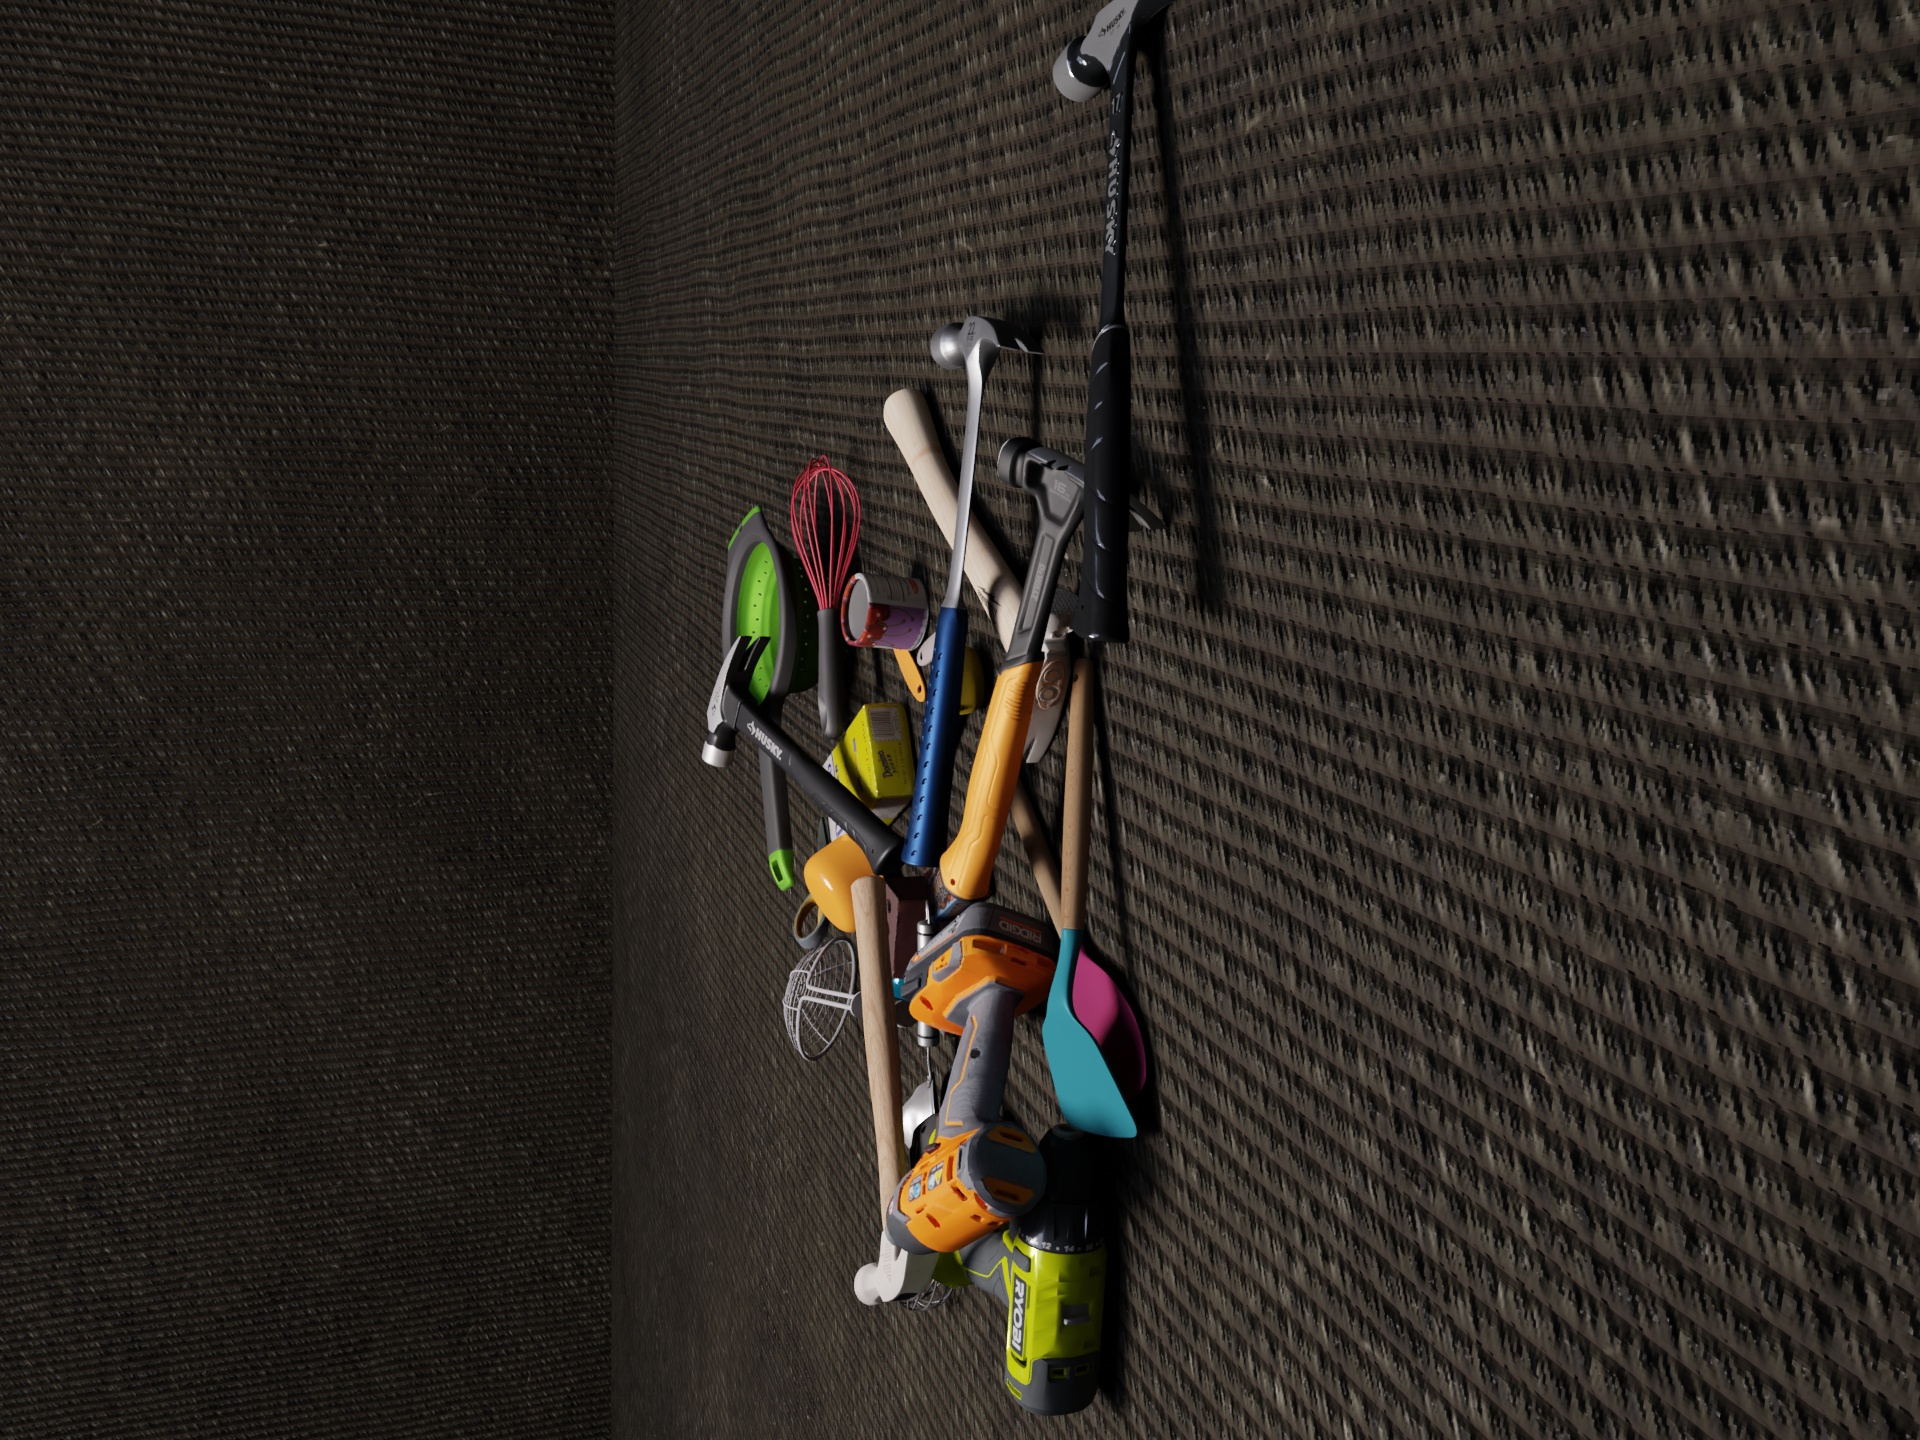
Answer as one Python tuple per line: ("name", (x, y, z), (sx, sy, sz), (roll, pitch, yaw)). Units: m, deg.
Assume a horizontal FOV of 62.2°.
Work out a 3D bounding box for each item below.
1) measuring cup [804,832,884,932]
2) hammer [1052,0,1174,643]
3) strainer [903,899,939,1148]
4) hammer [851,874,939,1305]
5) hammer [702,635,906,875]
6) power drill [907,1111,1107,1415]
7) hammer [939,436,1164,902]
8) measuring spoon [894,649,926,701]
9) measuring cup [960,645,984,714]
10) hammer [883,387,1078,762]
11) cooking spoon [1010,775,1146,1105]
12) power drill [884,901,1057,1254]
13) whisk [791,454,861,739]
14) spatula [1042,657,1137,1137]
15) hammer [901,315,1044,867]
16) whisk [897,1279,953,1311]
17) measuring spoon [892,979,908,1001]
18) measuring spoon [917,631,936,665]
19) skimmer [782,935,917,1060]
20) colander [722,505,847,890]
("measuring cup", (-0.090, 0.169, 1.489), (0.174, 0.052, 0.095), (23, 141, 57))
("hammer", (0.095, -0.246, 0.957), (0.149, 0.036, 0.409), (164, 110, -67))
("strainer", (-0.029, 0.281, 1.366), (0.087, 0.050, 0.258), (-98, 8, -83))
("hammer", (-0.059, 0.284, 1.259), (0.130, 0.031, 0.332), (137, 132, -55))
("hammer", (-0.145, 0.042, 1.485), (0.335, 0.035, 0.146), (38, 119, 45))
("power drill", (0.037, 0.367, 1.166), (0.229, 0.080, 0.190), (-169, 81, -67))
("hammer", (0.043, -0.014, 1.086), (0.127, 0.034, 0.336), (37, 125, 38))
("measuring spoon", (-0.048, -0.059, 1.457), (0.021, 0.011, 0.117), (-61, 38, 35))
("measuring cup", (-0.002, -0.004, 1.326), (0.156, 0.029, 0.062), (96, 161, -54))
("hammer", (0.002, -0.141, 1.275), (0.411, 0.038, 0.146), (-115, 29, -47))
("cooking spoon", (0.071, 0.133, 1.134), (0.068, 0.017, 0.319), (-60, 36, 36))
("power drill", (0.000, 0.262, 1.129), (0.164, 0.084, 0.227), (-46, 28, 45))
("whisk", (-0.129, -0.124, 1.559), (0.073, 0.073, 0.296), (138, 132, -64))
("spatula", (0.084, 0.115, 1.068), (0.082, 0.044, 0.318), (-15, 69, 59))
("hammer", (-0.003, -0.093, 1.169), (0.144, 0.035, 0.405), (-162, 78, -67))
("whisk", (-0.010, 0.417, 1.346), (0.055, 0.055, 0.238), (-120, 39, -52))
("measuring spoon", (-0.074, 0.233, 1.524), (0.129, 0.021, 0.042), (-151, 61, -65))
("measuring spoon", (-0.023, -0.070, 1.372), (0.124, 0.018, 0.034), (140, 126, -66))
("skimmer", (-0.086, 0.266, 1.476), (0.363, 0.090, 0.127), (-14, 58, 67))
("colander", (-0.166, -0.022, 1.638), (0.204, 0.094, 0.397), (142, 125, -59))
